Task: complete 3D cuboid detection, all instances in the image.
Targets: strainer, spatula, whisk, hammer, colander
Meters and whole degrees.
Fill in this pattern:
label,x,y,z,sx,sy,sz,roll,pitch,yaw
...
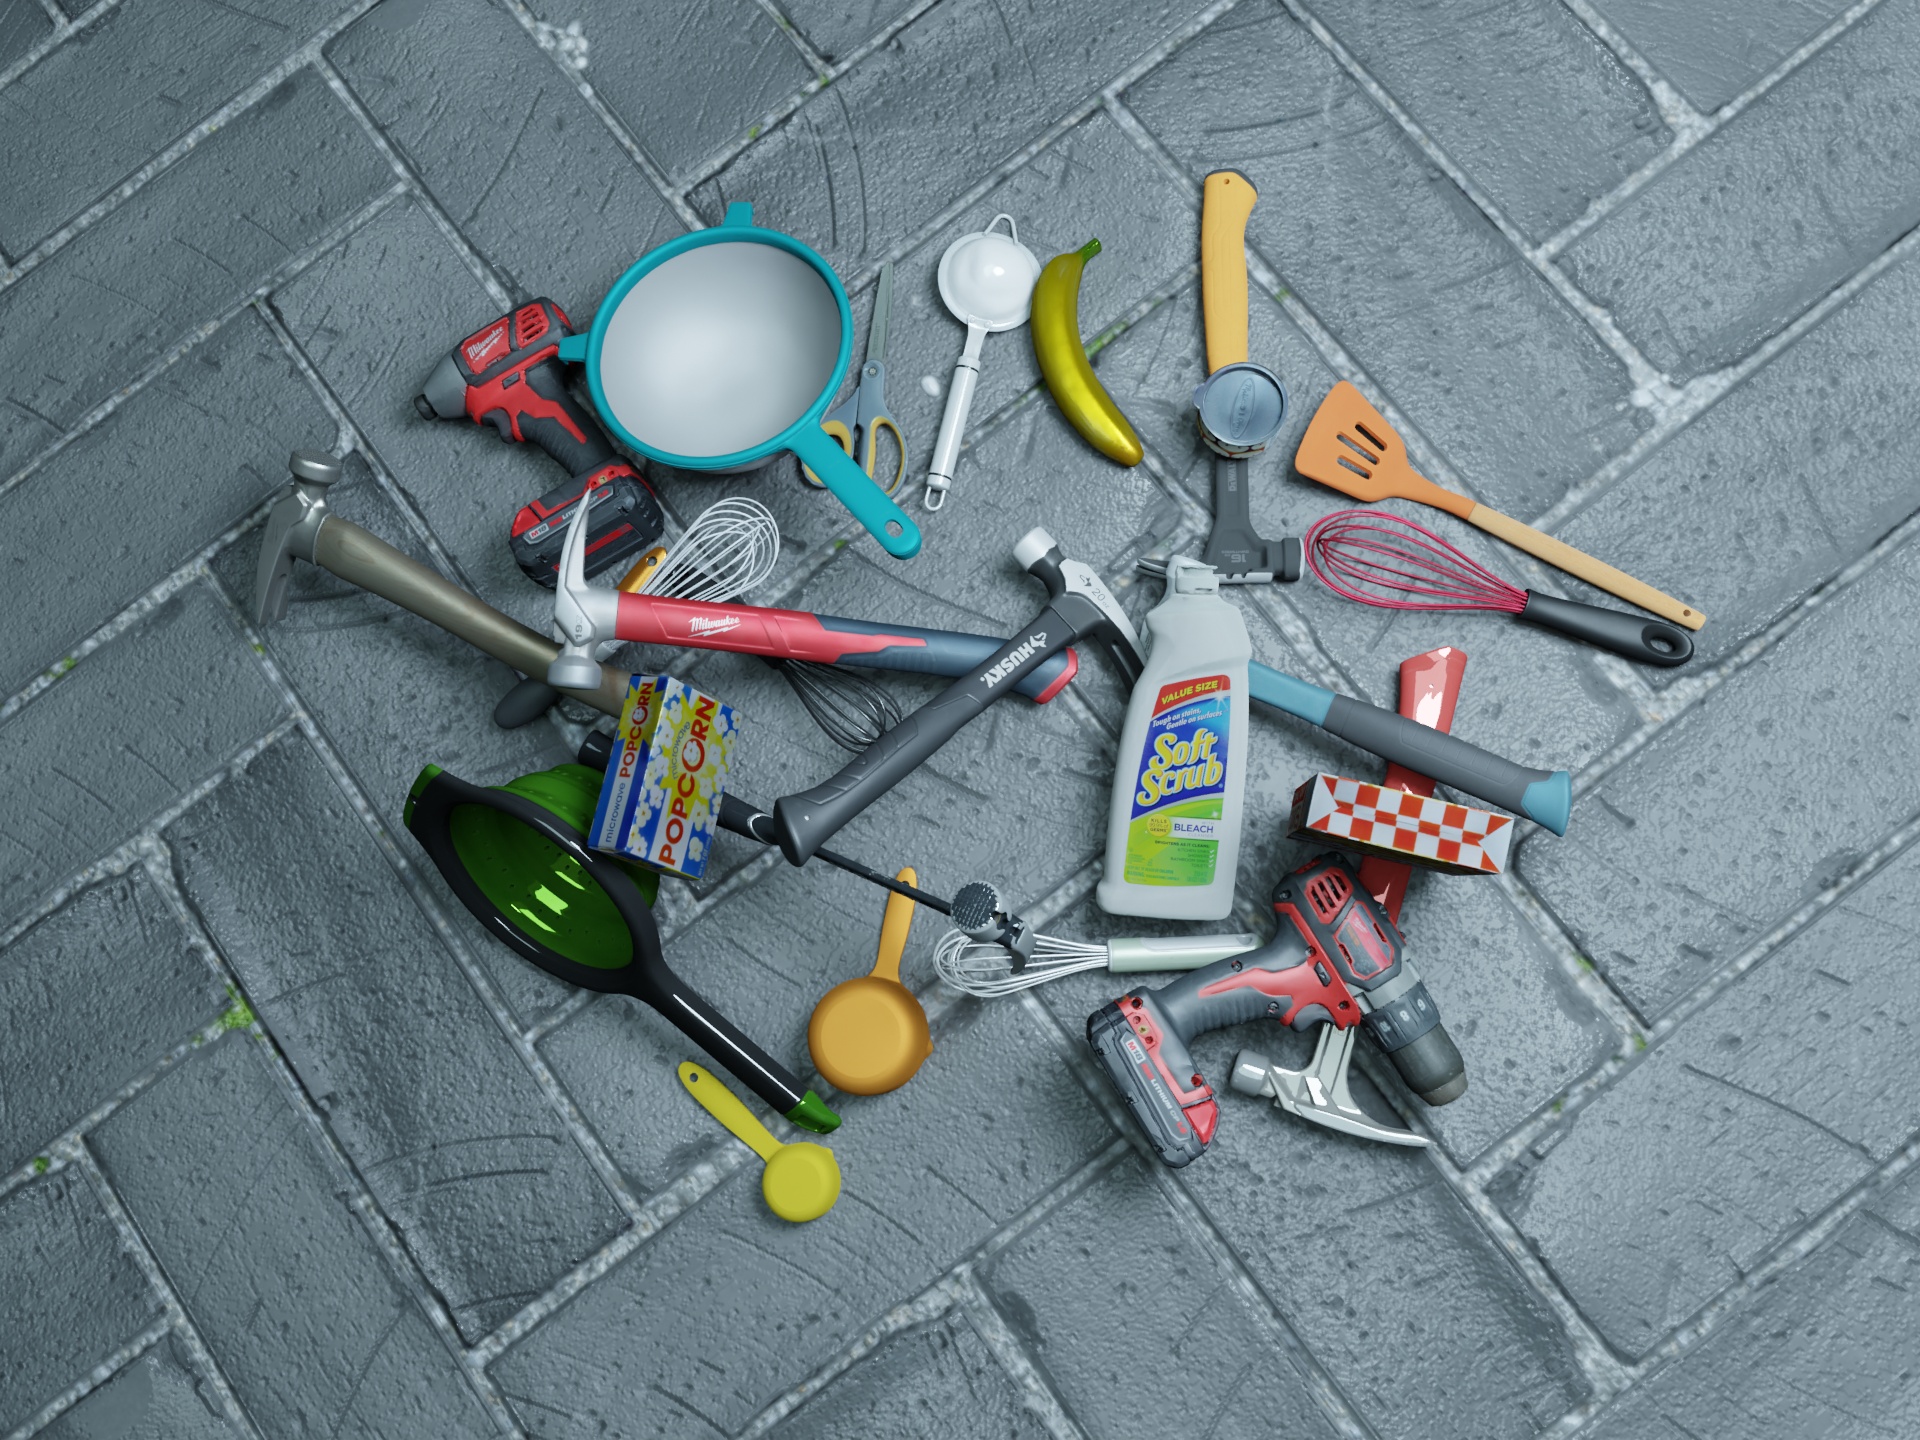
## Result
label,x,y,z,sx,sy,sz,roll,pitch,yaw
strainer,0.010,-0.291,1.268,0.087,0.050,0.258,14,85,-6
spatula,0.408,-0.149,1.195,0.322,0.041,0.081,28,84,10
whisk,0.102,0.173,1.171,0.246,0.058,0.059,-3,114,2
whisk,-0.256,-0.077,1.233,0.284,0.070,0.070,-34,78,14
hammer,-0.100,-0.076,1.173,0.386,0.038,0.143,6,90,-13
hammer,0.317,0.121,1.159,0.149,0.036,0.359,17,83,9
colander,-0.227,0.153,1.186,0.397,0.204,0.094,41,52,-4
hammer,-0.002,-0.004,1.122,0.146,0.035,0.335,47,58,6
strainer,-0.138,-0.231,1.234,0.211,0.095,0.340,-41,72,-6
hammer,0.201,-0.272,1.244,0.127,0.034,0.337,0,80,5
hammer,0.279,-0.003,1.146,0.331,0.033,0.128,25,104,21
whisk,-0.139,-0.052,1.239,0.239,0.055,0.055,38,86,16
whisk,0.399,-0.093,1.180,0.296,0.073,0.073,17,82,3
hammer,-0.361,-0.060,1.221,0.411,0.038,0.146,27,108,10
hammer,-0.122,0.086,1.157,0.409,0.149,0.036,21,76,27

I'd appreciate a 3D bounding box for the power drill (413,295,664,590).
label,x,y,z,sx,sy,sz,roll,pitch,yaw
power drill,-0.343,-0.222,1.278,0.143,0.078,0.220,-30,75,1

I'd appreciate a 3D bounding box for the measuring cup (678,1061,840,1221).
label,x,y,z,sx,sy,sz,roll,pitch,yaw
measuring cup,-0.155,0.310,1.182,0.156,0.029,0.062,41,87,10

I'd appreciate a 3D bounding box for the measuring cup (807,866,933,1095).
label,x,y,z,sx,sy,sz,roll,pitch,yaw
measuring cup,-0.060,0.193,1.180,0.095,0.052,0.174,12,84,8

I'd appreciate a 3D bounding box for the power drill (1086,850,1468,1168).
label,x,y,z,sx,sy,sz,roll,pitch,yaw
power drill,0.220,0.222,1.100,0.226,0.080,0.188,-31,83,-3

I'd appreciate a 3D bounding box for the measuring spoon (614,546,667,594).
label,x,y,z,sx,sy,sz,roll,pitch,yaw
measuring spoon,-0.276,-0.095,1.278,0.021,0.011,0.117,39,86,11
